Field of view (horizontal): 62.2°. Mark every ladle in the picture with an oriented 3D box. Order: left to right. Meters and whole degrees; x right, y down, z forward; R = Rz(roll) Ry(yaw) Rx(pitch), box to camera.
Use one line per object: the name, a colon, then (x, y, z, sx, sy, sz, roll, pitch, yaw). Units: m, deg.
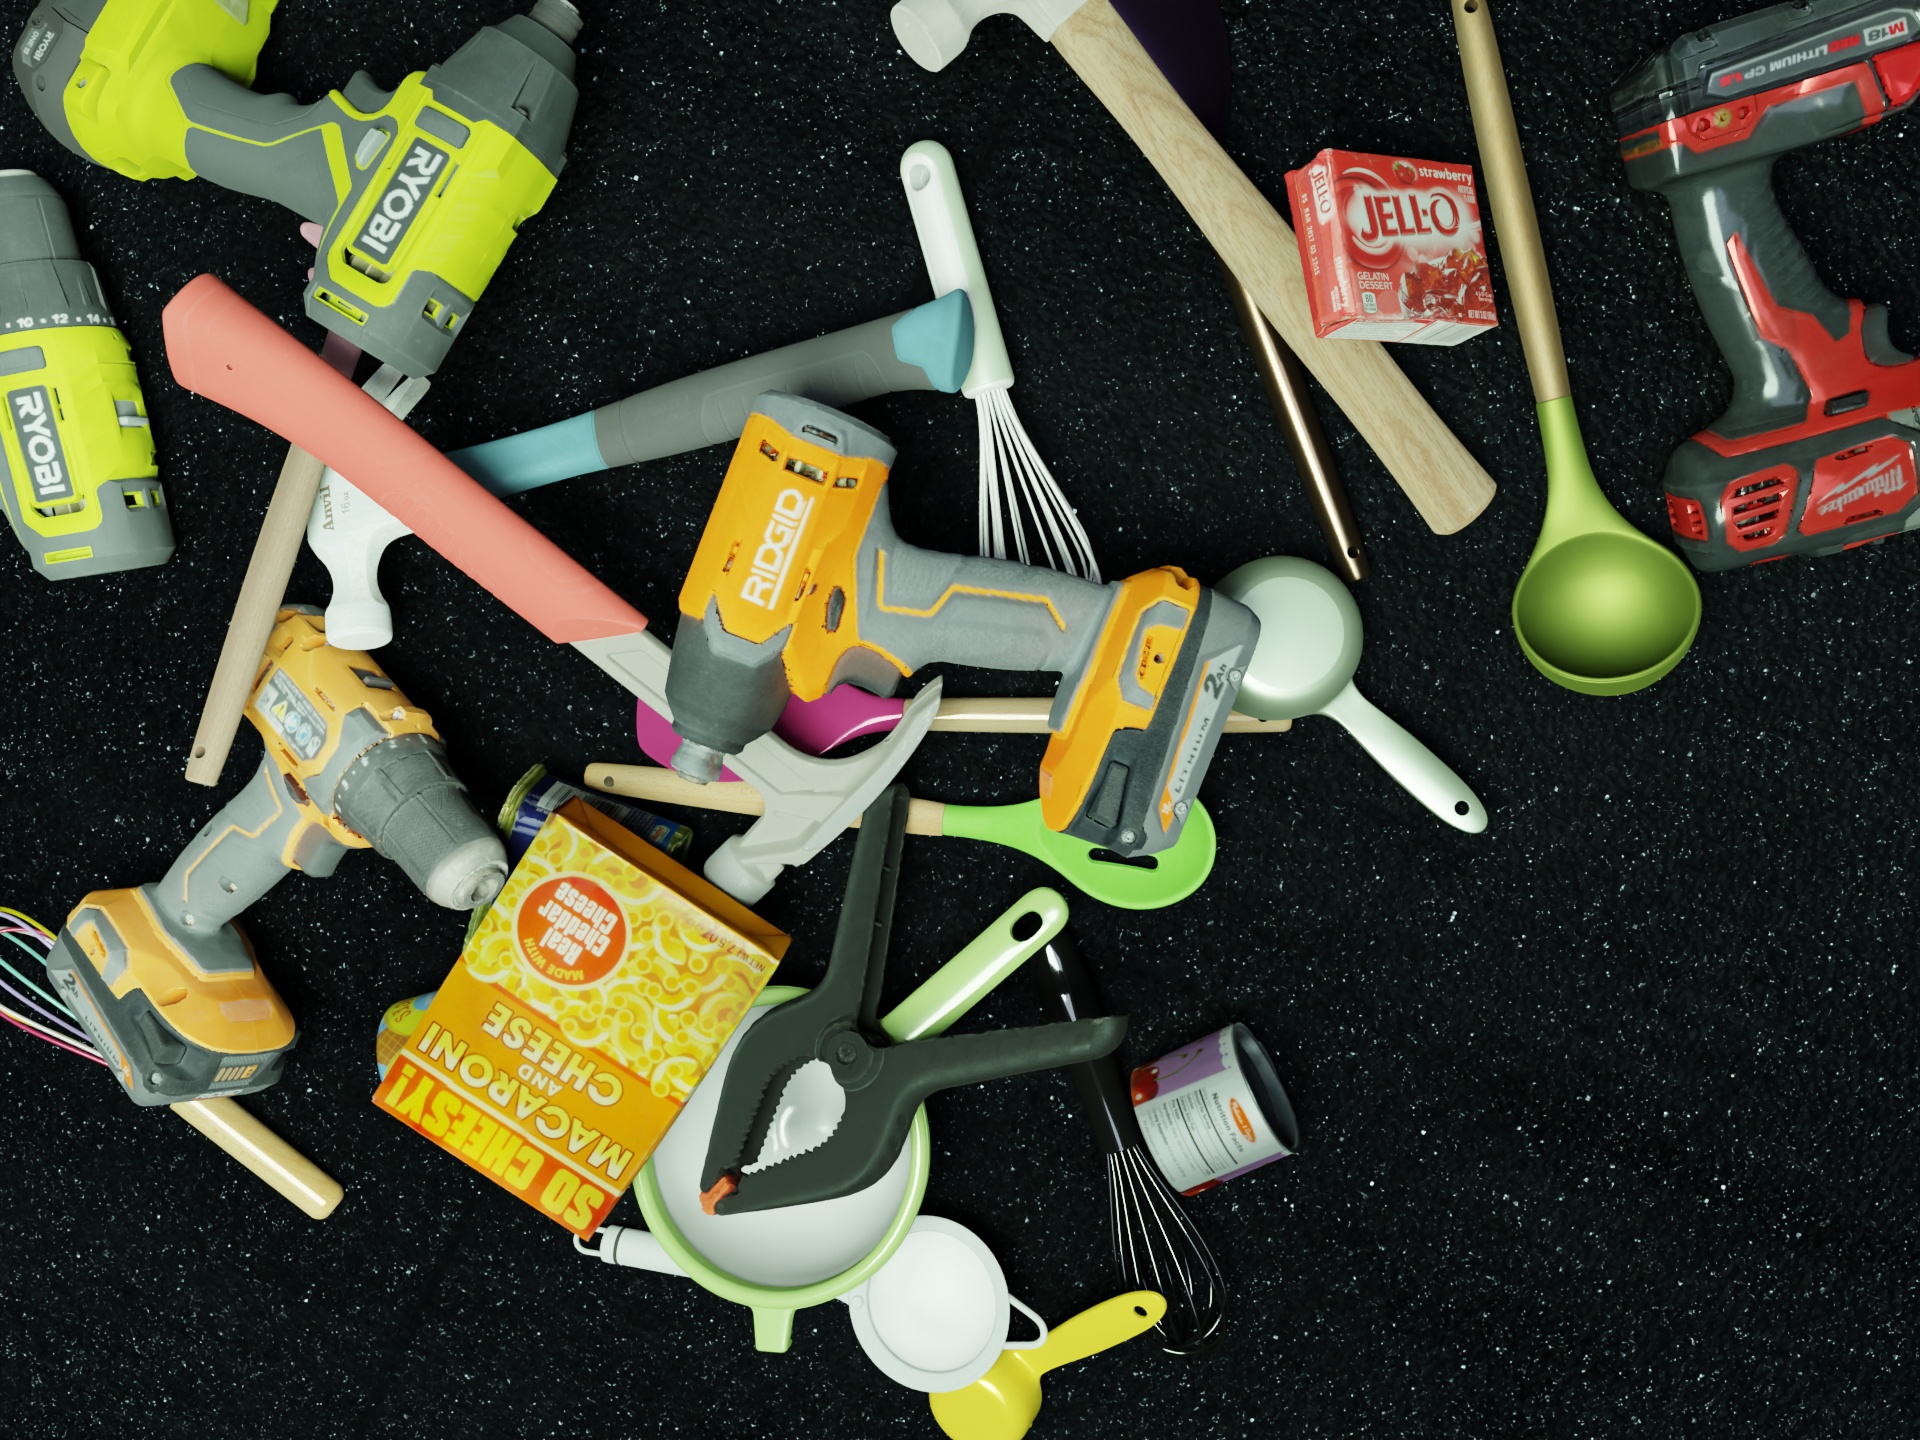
ladle: (0.256, -0.167, 0.697, 0.078, 0.062, 0.320, -13, 96, 14)

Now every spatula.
spatula: (0.127, -0.211, 0.721, 0.060, 0.018, 0.316, -22, 97, -1)

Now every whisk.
whisk: (-0.430, 0.185, 0.843, 0.245, 0.051, 0.047, 41, 67, -7)
whisk: (0.015, -0.145, 0.733, 0.058, 0.059, 0.246, -13, 95, 36)
whisk: (0.079, 0.209, 0.788, 0.055, 0.055, 0.239, -19, 94, 9)

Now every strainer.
strainer: (-0.079, 0.287, 0.823, 0.258, 0.050, 0.087, 6, 87, 11)
strainer: (-0.043, 0.172, 0.787, 0.256, 0.069, 0.151, -41, 76, 2)

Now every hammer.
hammer: (-0.182, -0.069, 0.701, 0.359, 0.037, 0.149, 40, 108, -15)
hammer: (-0.151, -0.132, 0.730, 0.331, 0.033, 0.128, -13, 78, 12)
hammer: (0.125, -0.217, 0.695, 0.130, 0.031, 0.331, -44, 101, -9)

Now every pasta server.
pasta server: (-0.304, -0.125, 0.730, 0.060, 0.040, 0.316, 12, 81, 15)

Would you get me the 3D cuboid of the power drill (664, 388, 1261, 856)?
power drill: (-0.008, -0.022, 0.669, 0.226, 0.084, 0.164, 22, 91, -8)

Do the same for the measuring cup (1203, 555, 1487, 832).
measuring cup: (0.180, -0.008, 0.727, 0.167, 0.038, 0.083, 43, 89, 6)

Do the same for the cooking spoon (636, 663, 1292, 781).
cooking spoon: (-0.001, -0.002, 0.772, 0.319, 0.017, 0.069, 0, 83, 6)

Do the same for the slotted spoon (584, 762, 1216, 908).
slotted spoon: (-0.033, 0.043, 0.781, 0.314, 0.031, 0.070, 6, 101, 7)

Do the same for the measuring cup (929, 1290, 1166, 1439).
measuring cup: (0.042, 0.323, 0.794, 0.062, 0.029, 0.156, 50, 123, 1)

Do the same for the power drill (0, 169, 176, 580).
power drill: (-0.513, -0.153, 0.775, 0.228, 0.080, 0.190, -9, 99, 5)

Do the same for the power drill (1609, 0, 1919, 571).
power drill: (0.382, -0.188, 0.669, 0.188, 0.080, 0.226, -15, 101, 9)

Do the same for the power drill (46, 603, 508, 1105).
power drill: (-0.324, 0.083, 0.769, 0.185, 0.084, 0.226, 41, 101, 23)

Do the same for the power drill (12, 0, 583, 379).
power drill: (-0.282, -0.274, 0.698, 0.223, 0.080, 0.171, 31, 91, 12)
